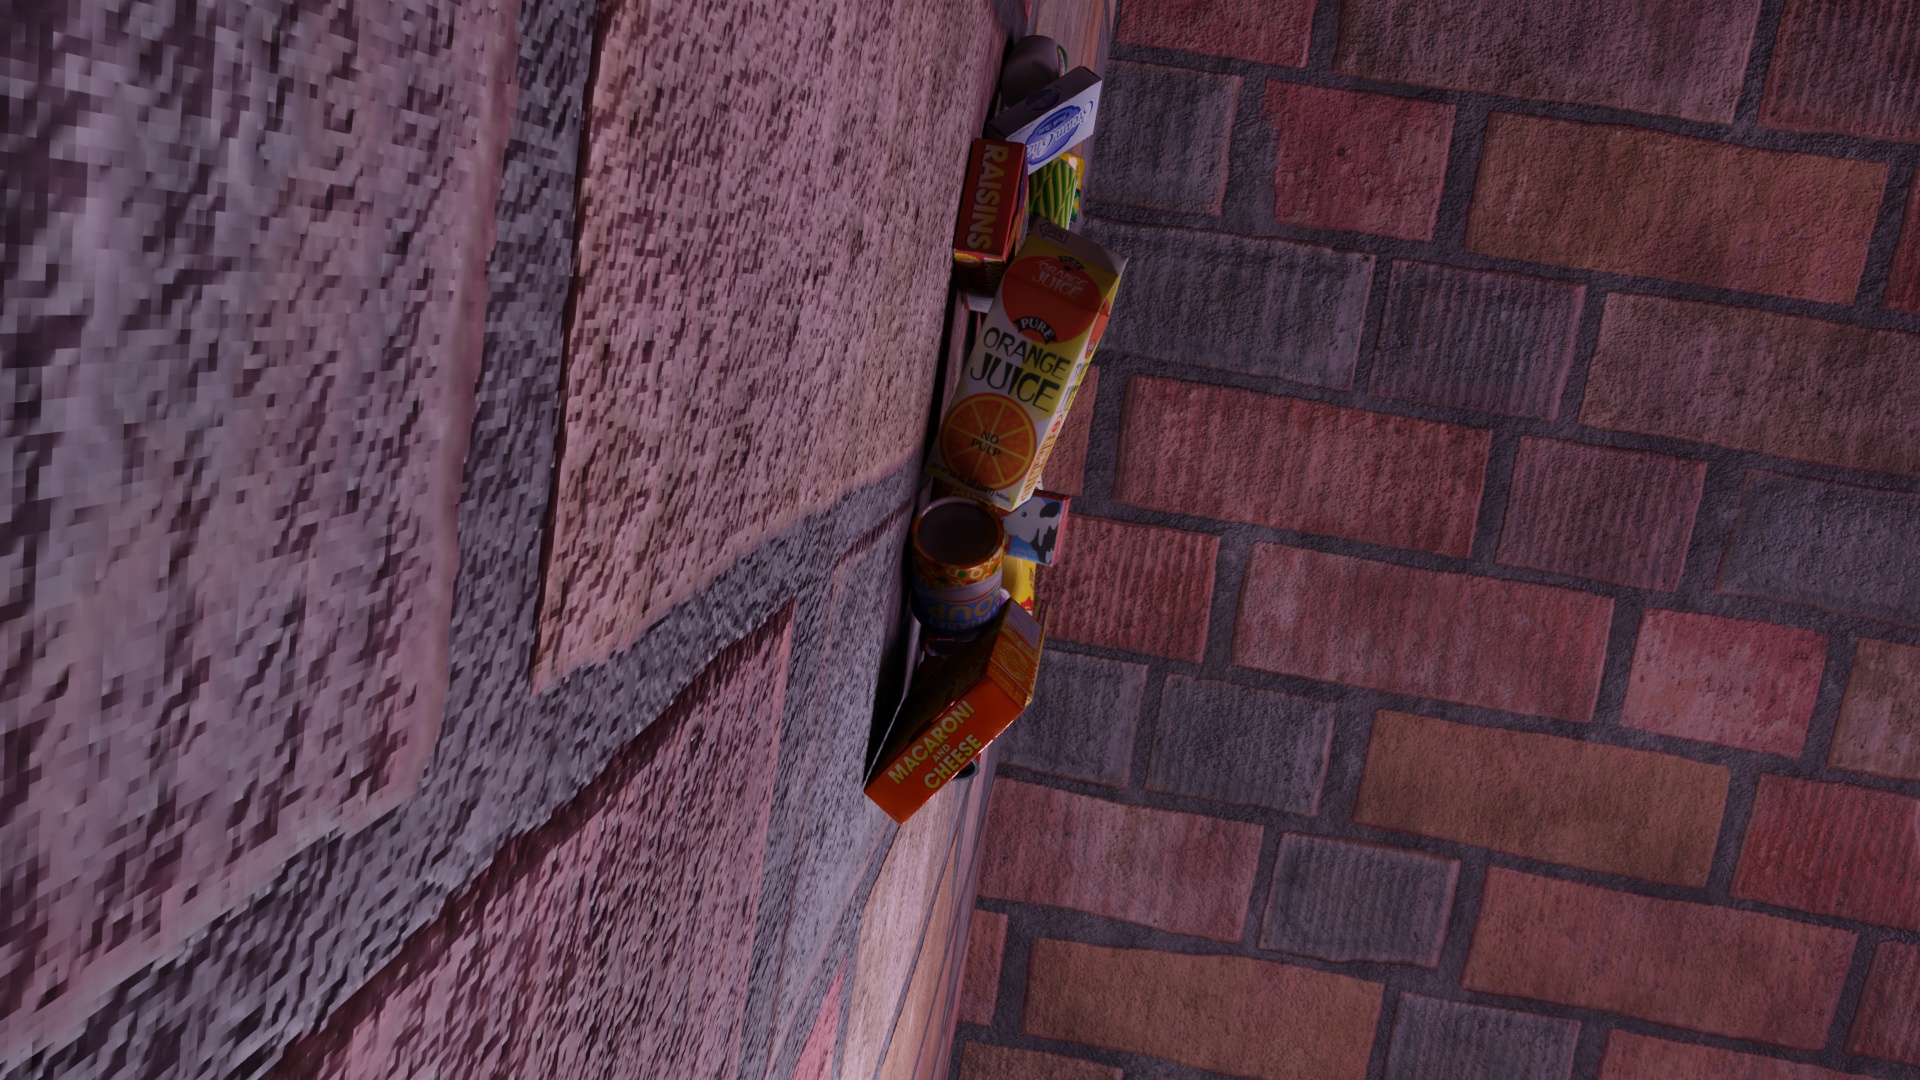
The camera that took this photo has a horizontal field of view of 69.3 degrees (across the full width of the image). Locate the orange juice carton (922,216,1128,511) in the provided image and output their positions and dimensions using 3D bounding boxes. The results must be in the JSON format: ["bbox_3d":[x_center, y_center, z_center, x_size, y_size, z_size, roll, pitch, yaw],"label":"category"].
[{"bbox_3d":[0.048,-0.124,0.979,0.192,0.072,0.073,-67,172,12],"label":"orange juice carton"}]

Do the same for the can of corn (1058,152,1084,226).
[{"bbox_3d":[0.076,-0.315,1.242,0.071,0.071,0.058,-38,136,-83],"label":"can of corn"}]

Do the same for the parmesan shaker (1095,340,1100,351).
[{"bbox_3d":[0.093,-0.228,1.388,0.071,0.103,0.071,5,94,-85],"label":"parmesan shaker"}]

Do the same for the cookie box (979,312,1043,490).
[{"bbox_3d":[0.043,-0.110,1.166,0.166,0.040,0.123,80,4,-51],"label":"cookie box"}]

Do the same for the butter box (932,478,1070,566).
[{"bbox_3d":[0.028,-0.018,1.052,0.024,0.103,0.053,-30,132,-72],"label":"butter box"}]

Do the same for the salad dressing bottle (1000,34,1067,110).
[{"bbox_3d":[0.063,-0.377,1.119,0.148,0.044,0.064,-71,170,-63],"label":"salad dressing bottle"}]

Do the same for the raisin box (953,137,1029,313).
[{"bbox_3d":[0.024,-0.223,1.000,0.123,0.040,0.086,69,32,-79],"label":"raisin box"}]

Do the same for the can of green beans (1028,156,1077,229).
[{"bbox_3d":[0.058,-0.274,1.131,0.071,0.071,0.058,85,16,-70],"label":"can of green beans"}]

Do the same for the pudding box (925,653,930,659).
[{"bbox_3d":[-0.013,0.104,1.231,0.083,0.030,0.049,40,59,-84],"label":"pudding box"}]

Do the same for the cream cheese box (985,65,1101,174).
[{"bbox_3d":[0.061,-0.310,1.043,0.104,0.024,0.053,-38,156,-25],"label":"cream cheese box"}]

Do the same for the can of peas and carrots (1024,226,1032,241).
[{"bbox_3d":[0.052,-0.213,1.092,0.071,0.059,0.070,-57,171,-14],"label":"can of peas and carrots"}]

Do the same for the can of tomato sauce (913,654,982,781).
[{"bbox_3d":[-0.011,0.143,1.132,0.070,0.071,0.083,92,9,-56],"label":"can of tomato sauce"}]

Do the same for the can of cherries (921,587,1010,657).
[{"bbox_3d":[0.005,0.067,1.155,0.071,0.071,0.058,89,13,-64],"label":"can of cherries"}]

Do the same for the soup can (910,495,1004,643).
[{"bbox_3d":[-0.002,0.021,0.981,0.083,0.071,0.072,92,9,-52],"label":"soup can"}]

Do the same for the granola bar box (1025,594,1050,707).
[{"bbox_3d":[0.029,0.136,1.378,0.123,0.039,0.166,-46,-166,29],"label":"granola bar box"}]

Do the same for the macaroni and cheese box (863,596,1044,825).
[{"bbox_3d":[-0.002,0.117,0.990,0.123,0.040,0.167,-45,-175,16],"label":"macaroni and cheese box"}]
